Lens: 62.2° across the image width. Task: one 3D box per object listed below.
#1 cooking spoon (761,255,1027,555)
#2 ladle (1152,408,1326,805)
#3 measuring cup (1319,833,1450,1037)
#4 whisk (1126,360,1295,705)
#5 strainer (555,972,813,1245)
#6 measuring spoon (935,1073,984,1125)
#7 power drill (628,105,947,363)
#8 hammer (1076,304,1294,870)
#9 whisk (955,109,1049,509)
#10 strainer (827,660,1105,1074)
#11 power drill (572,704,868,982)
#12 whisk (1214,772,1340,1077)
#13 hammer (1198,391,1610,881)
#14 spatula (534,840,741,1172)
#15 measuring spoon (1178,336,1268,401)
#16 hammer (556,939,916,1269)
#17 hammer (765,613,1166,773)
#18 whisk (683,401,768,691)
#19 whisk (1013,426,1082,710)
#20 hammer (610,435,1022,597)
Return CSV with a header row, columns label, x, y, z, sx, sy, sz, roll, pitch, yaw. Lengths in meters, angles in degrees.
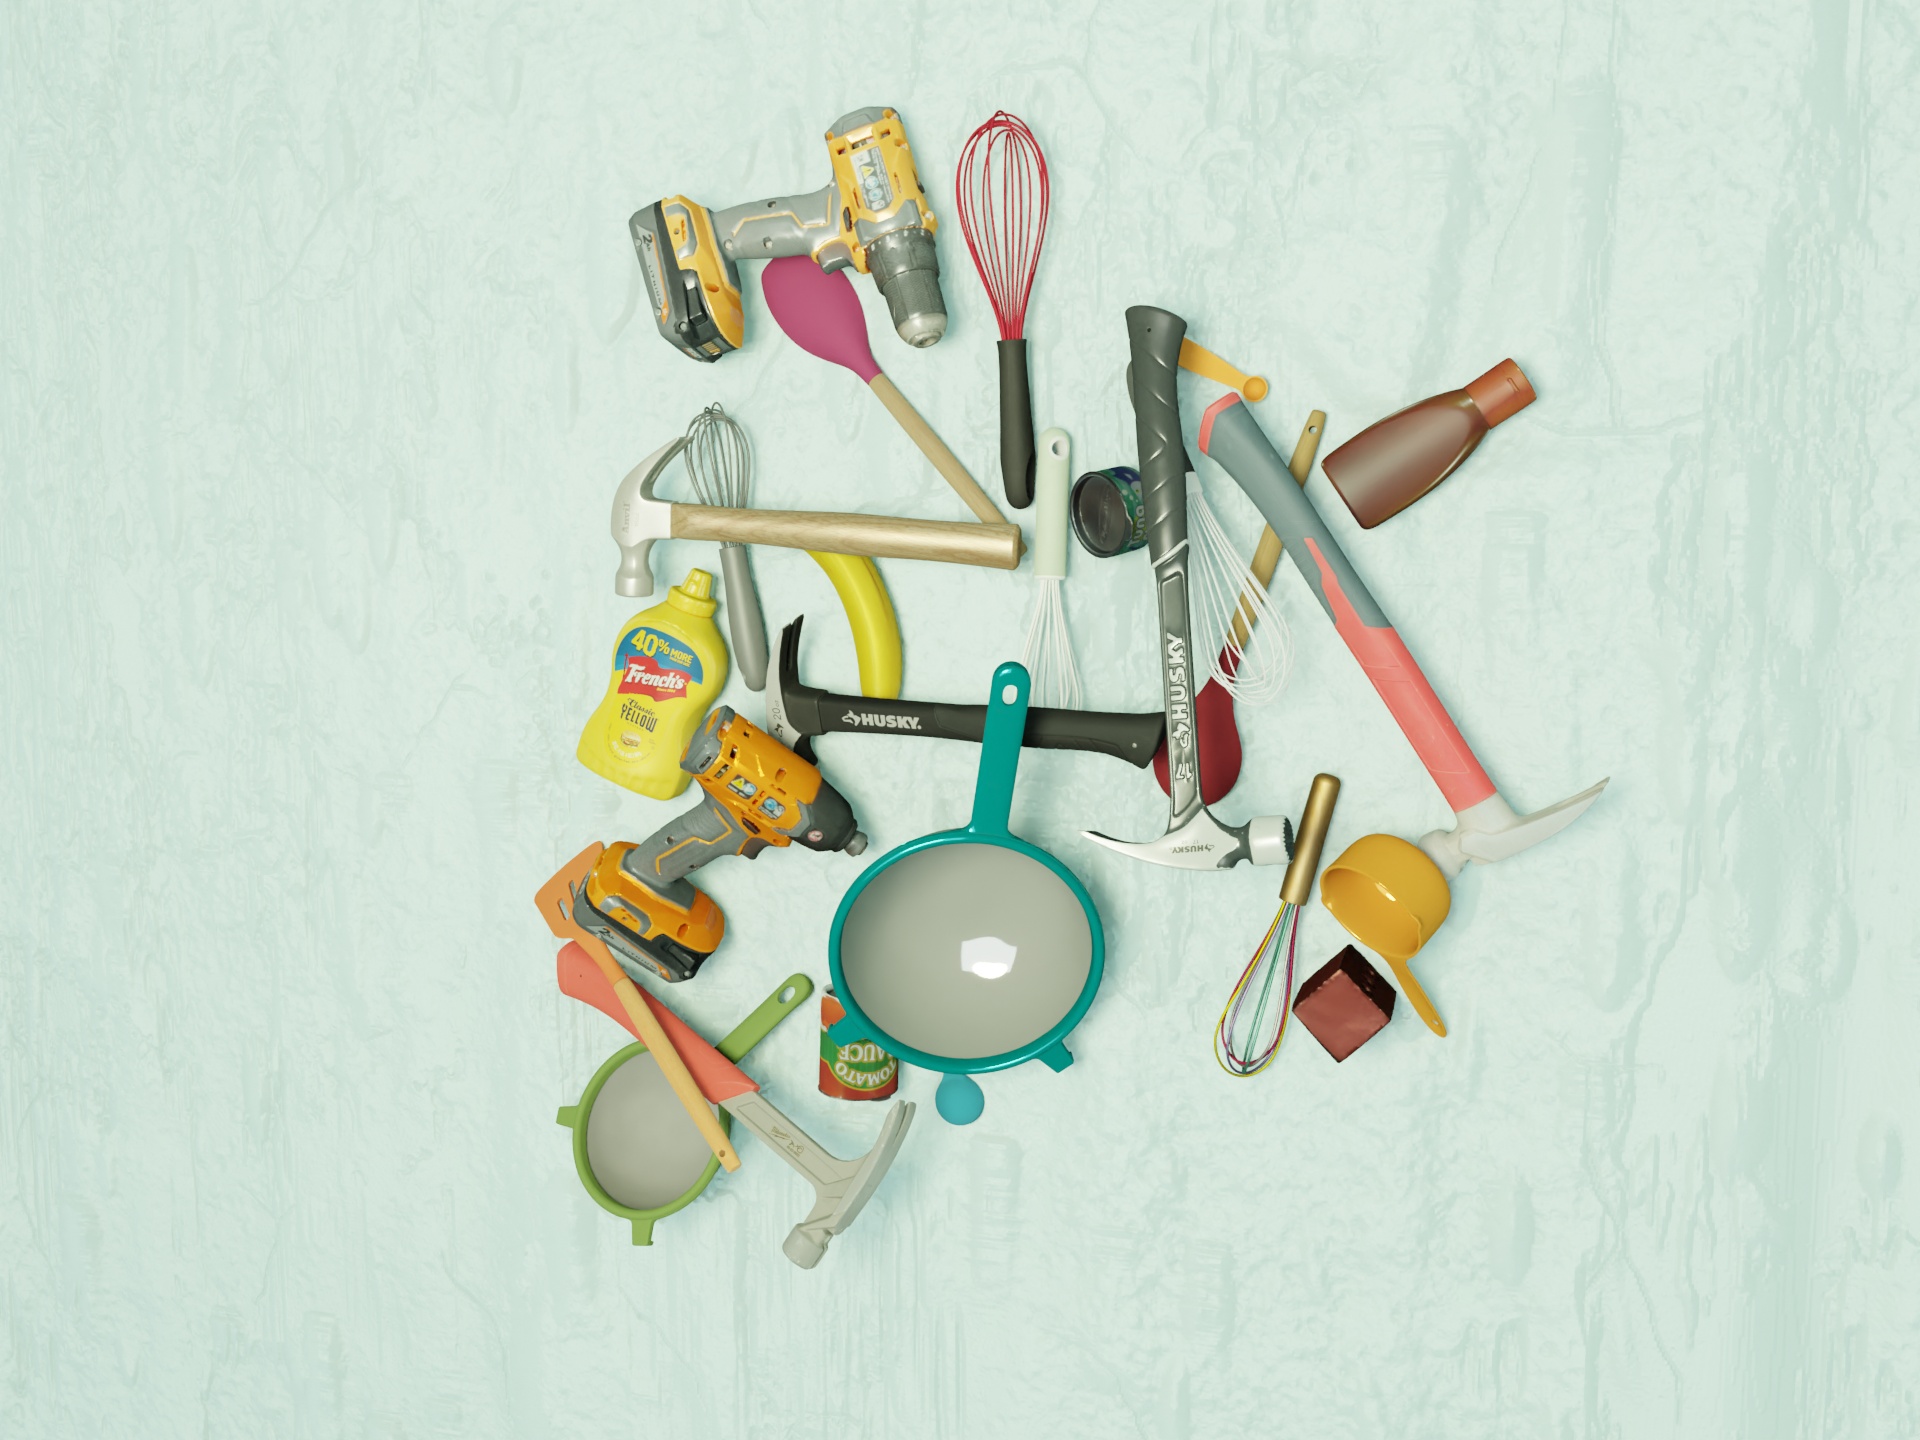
label,x,y,z,sx,sy,sz,roll,pitch,yaw
cooking spoon,-0.051,-0.252,1.264,0.068,0.017,0.319,-41,83,17
ladle,0.217,-0.081,1.199,0.069,0.031,0.315,21,100,13
measuring cup,0.334,0.157,1.176,0.052,0.095,0.173,-42,113,-22
whisk,0.176,-0.143,1.174,0.070,0.070,0.285,-23,77,18
strainer,-0.213,0.315,1.360,0.256,0.069,0.152,-44,60,-1
measuring spoon,-0.014,0.274,1.309,0.042,0.021,0.128,-14,93,18
power drill,-0.125,-0.350,1.232,0.226,0.084,0.185,-18,83,10
hammer,0.146,-0.097,1.130,0.149,0.036,0.409,-6,83,24
whisk,0.037,-0.309,1.212,0.073,0.073,0.295,0,101,17
strainer,0.013,0.105,1.223,0.211,0.095,0.340,7,110,-3
power drill,-0.192,0.110,1.289,0.164,0.084,0.226,36,116,-16
whisk,0.243,0.158,1.209,0.047,0.051,0.245,17,98,20
hammer,0.300,-0.075,1.137,0.143,0.038,0.386,-34,88,37
spatula,-0.264,0.237,1.316,0.081,0.041,0.323,-41,65,5
measuring spoon,0.180,-0.271,1.199,0.117,0.011,0.021,31,104,15
hammer,-0.204,0.279,1.306,0.359,0.036,0.149,32,88,30
hammer,-0.002,-0.004,1.226,0.335,0.035,0.146,4,116,24
whisk,-0.185,-0.141,1.304,0.055,0.055,0.239,-6,99,17
whisk,0.069,-0.103,1.234,0.057,0.059,0.246,1,93,-20
hammer,-0.116,-0.151,1.243,0.331,0.031,0.130,5,103,12
